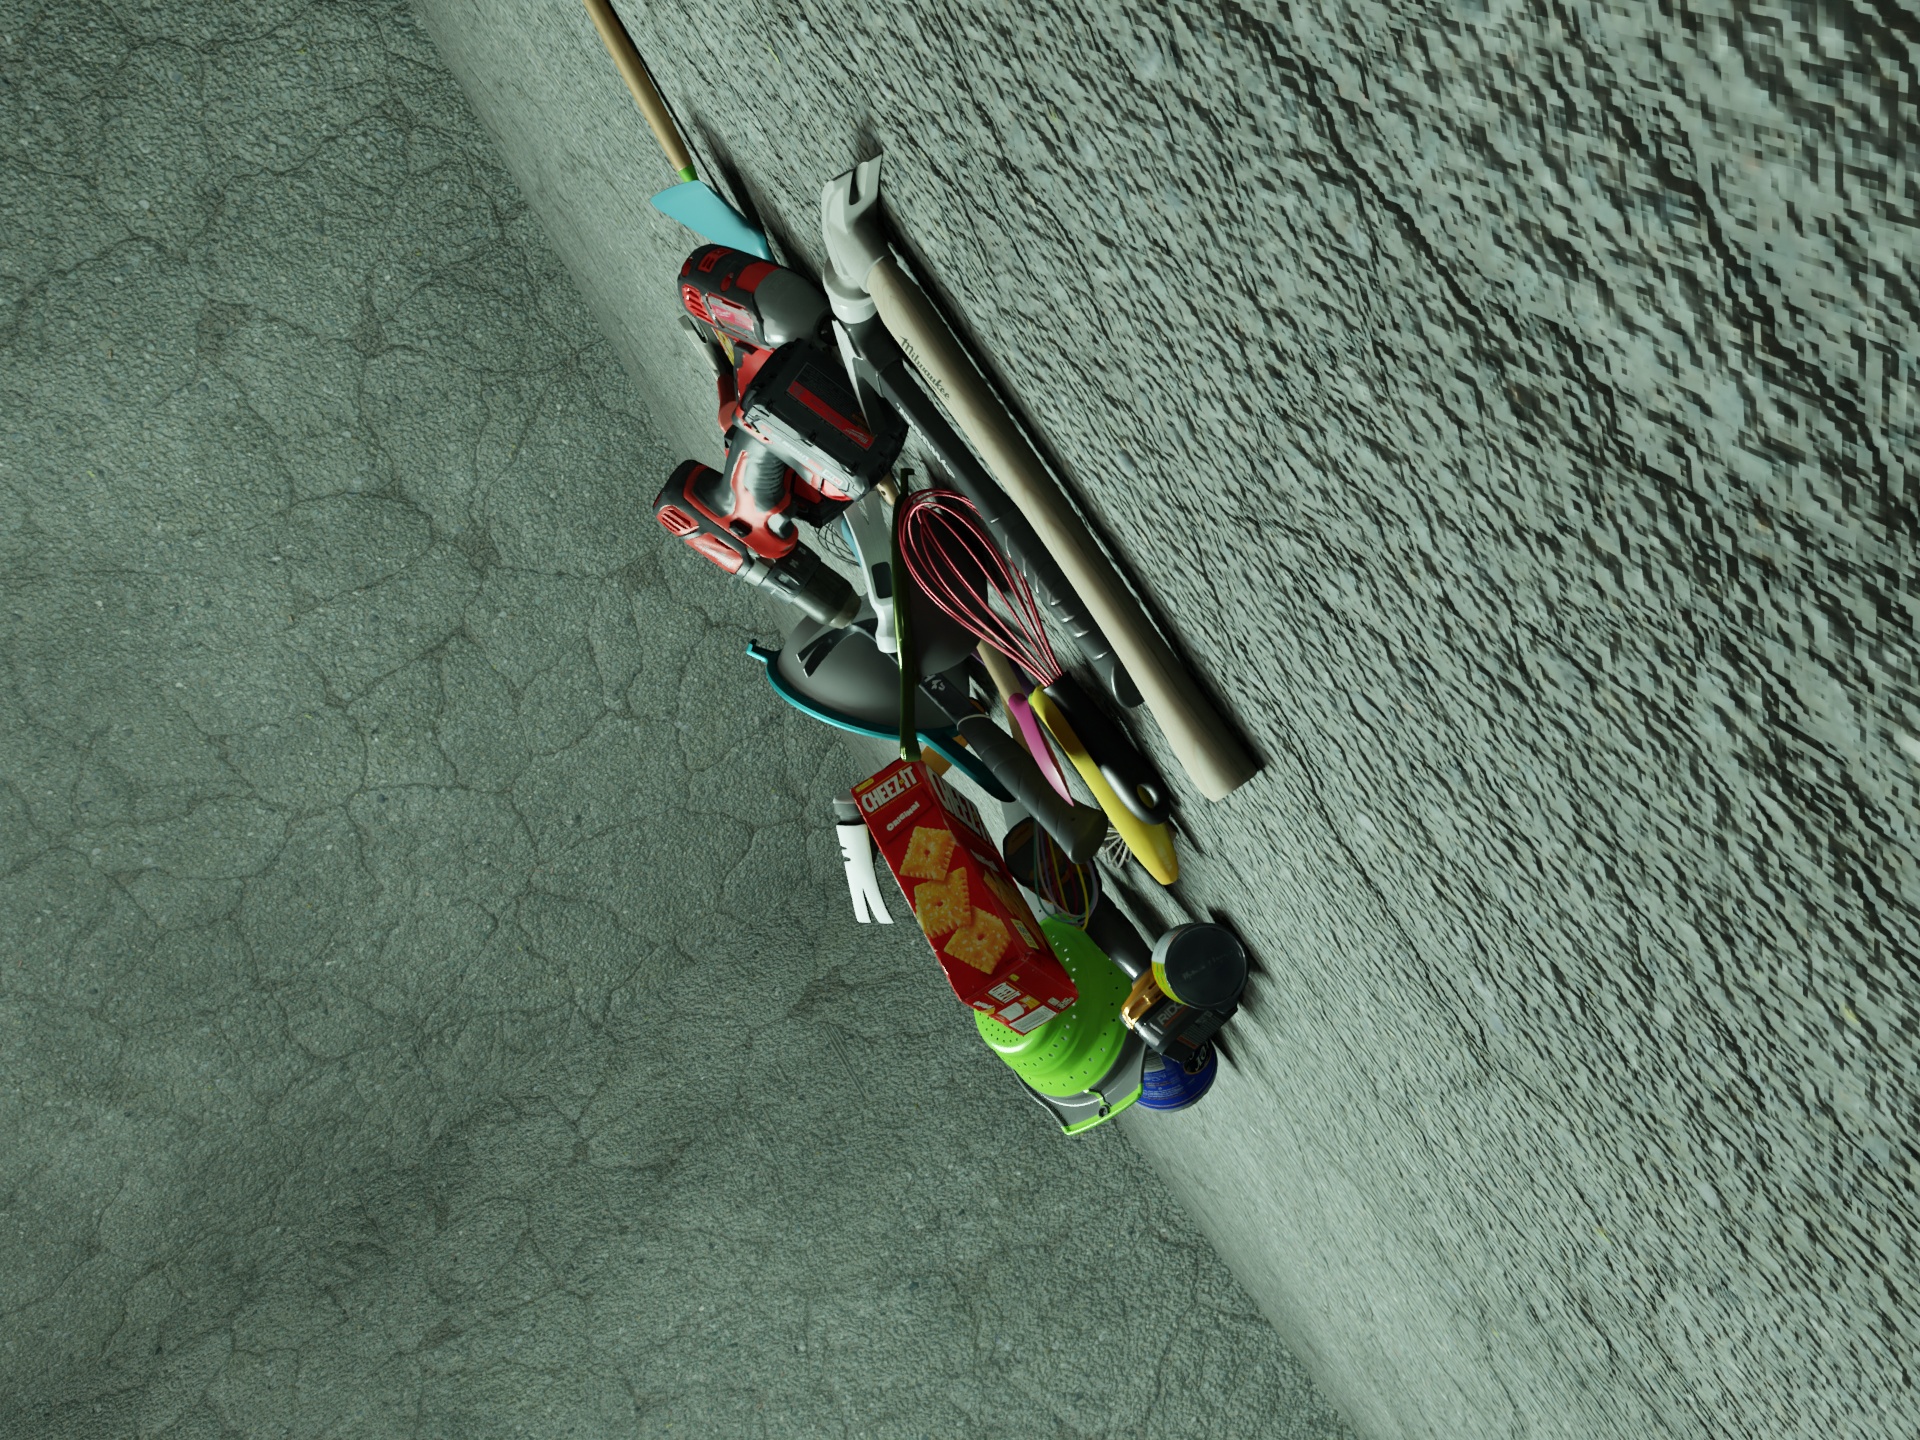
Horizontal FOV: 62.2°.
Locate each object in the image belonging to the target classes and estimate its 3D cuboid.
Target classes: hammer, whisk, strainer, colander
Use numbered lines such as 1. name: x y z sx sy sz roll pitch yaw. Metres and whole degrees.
1. hammer: 0.019 -0.141 1.038 0.335 0.035 0.146 54 171 21
2. hammer: -0.104 -0.182 1.487 0.331 0.033 0.128 -121 18 -61
3. whisk: 0.055 -0.044 1.136 0.296 0.073 0.073 52 173 -3
4. hammer: -0.243 -0.347 1.651 0.149 0.036 0.359 59 -179 -20
5. hammer: -0.002 -0.004 1.343 0.409 0.149 0.036 46 164 47
6. whisk: 0.124 0.094 1.339 0.246 0.059 0.058 117 156 -86
7. whisk: -0.078 -0.154 1.579 0.239 0.055 0.055 44 166 41
8. strainer: -0.042 -0.038 1.509 0.341 0.211 0.095 37 120 45
9. colander: 0.062 0.197 1.545 0.094 0.204 0.398 16 -133 -40
10. whisk: 0.067 0.065 1.333 0.047 0.051 0.245 56 -165 -59
11. hammer: -0.037 0.063 1.527 0.337 0.034 0.127 -51 -45 -61
12. hammer: 0.044 -0.133 0.913 0.411 0.038 0.146 56 171 4
13. strainer: -0.013 -0.065 1.189 0.257 0.069 0.151 -91 -3 -47

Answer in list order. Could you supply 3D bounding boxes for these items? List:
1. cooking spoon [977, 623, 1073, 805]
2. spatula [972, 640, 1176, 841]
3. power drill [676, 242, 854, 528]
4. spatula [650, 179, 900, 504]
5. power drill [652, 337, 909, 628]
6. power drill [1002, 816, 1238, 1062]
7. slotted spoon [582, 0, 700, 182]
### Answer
1. cooking spoon: 0.038 -0.026 1.241 0.068 0.017 0.319 62 -178 -31
2. spatula: 0.073 -0.003 1.289 0.059 0.018 0.316 8 -150 -45
3. power drill: -0.139 -0.266 1.266 0.143 0.078 0.219 26 149 25
4. spatula: -0.136 -0.304 1.306 0.082 0.044 0.317 5 134 50
5. power drill: -0.125 -0.170 1.241 0.187 0.080 0.226 36 144 -12
6. power drill: 0.138 0.189 1.390 0.226 0.084 0.185 48 -178 24
7. slotted spoon: -0.237 -0.476 1.299 0.313 0.031 0.070 61 171 -17
